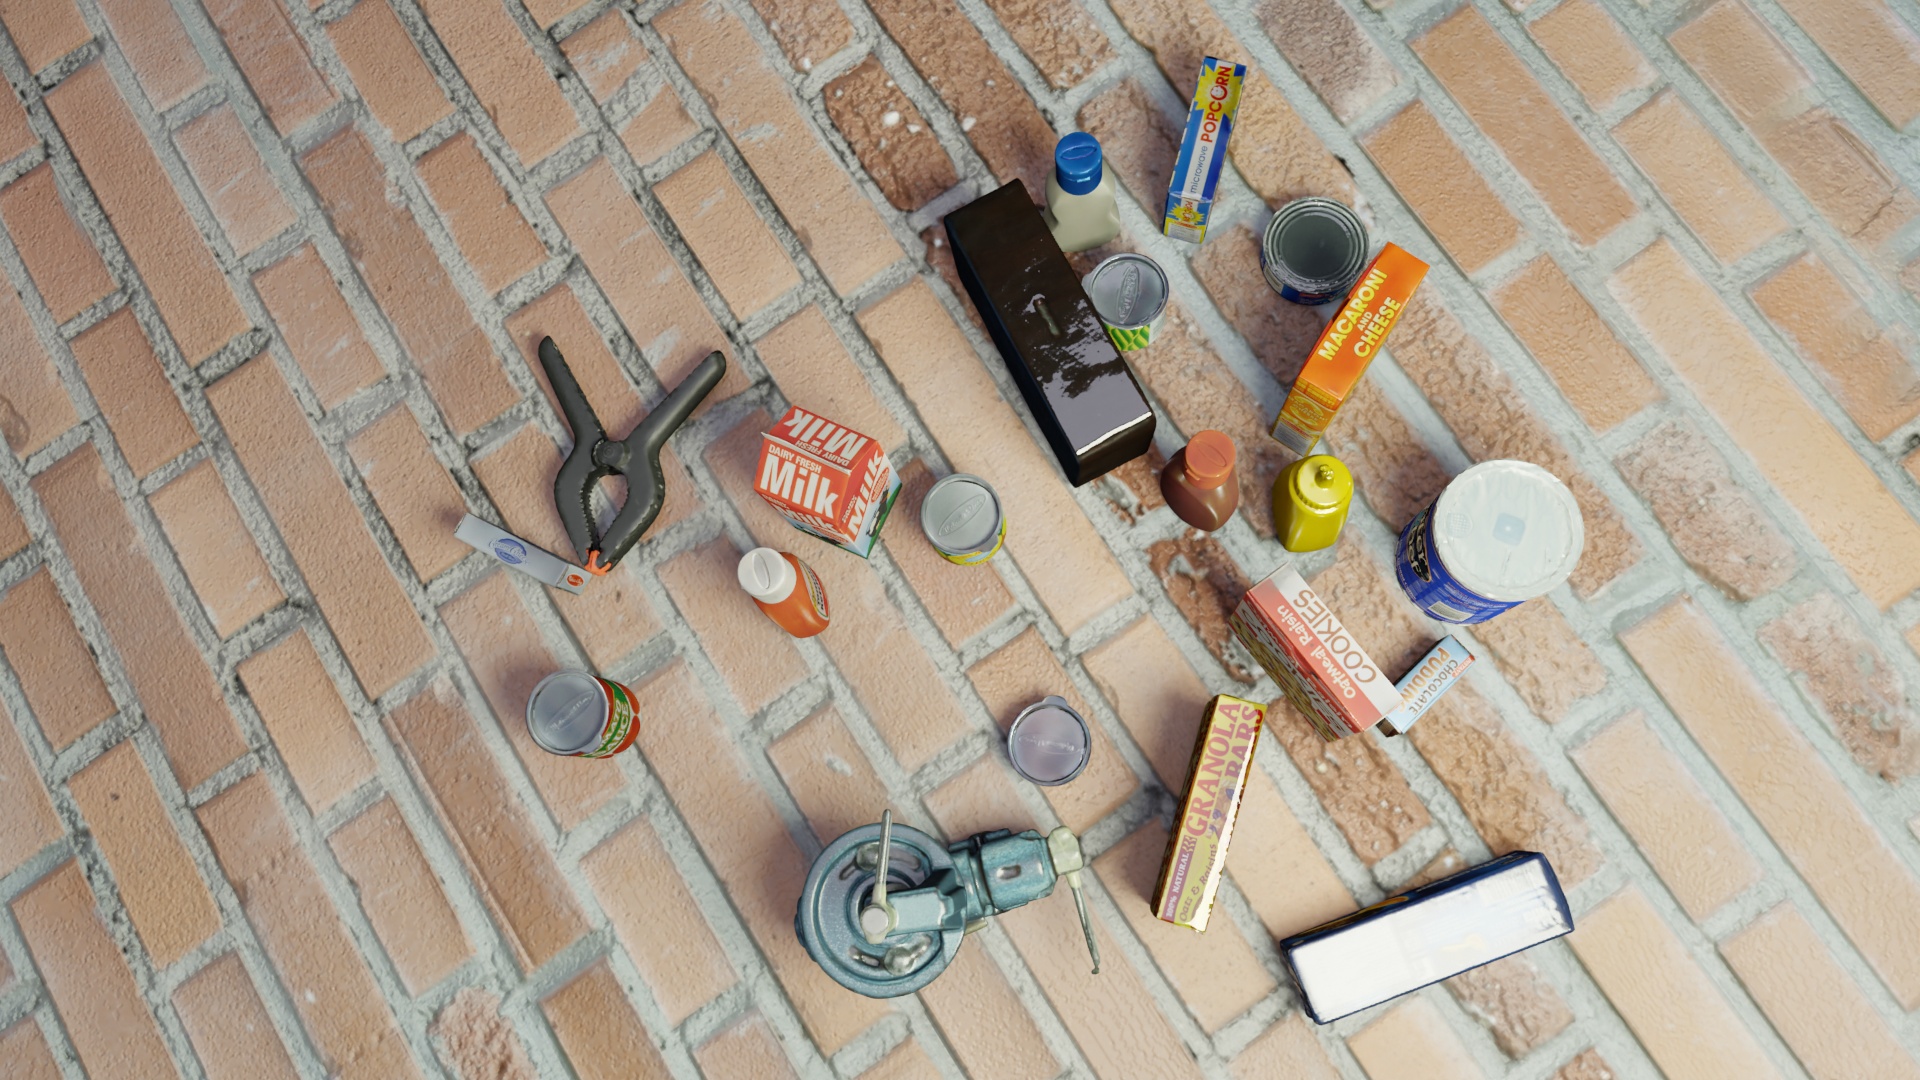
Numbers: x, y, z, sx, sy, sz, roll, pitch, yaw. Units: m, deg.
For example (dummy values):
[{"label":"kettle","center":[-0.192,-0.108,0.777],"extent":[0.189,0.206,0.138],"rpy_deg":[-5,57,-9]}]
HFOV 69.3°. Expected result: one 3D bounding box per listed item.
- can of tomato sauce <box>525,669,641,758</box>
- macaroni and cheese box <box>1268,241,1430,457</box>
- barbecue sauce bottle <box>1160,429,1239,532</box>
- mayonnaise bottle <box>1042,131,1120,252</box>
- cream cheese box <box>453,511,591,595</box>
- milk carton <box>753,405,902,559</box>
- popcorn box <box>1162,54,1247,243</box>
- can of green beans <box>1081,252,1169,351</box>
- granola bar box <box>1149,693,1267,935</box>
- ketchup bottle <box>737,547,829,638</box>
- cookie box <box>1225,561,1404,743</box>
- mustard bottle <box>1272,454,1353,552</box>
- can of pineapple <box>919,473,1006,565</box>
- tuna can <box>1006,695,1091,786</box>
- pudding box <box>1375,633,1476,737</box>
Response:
[{"label":"can of tomato sauce","center":[-0.297,0.141,1.108],"extent":[0.071,0.083,0.071],"rpy_deg":[-1,79,6]},{"label":"macaroni and cheese box","center":[0.294,-0.141,1.066],"extent":[0.040,0.166,0.124],"rpy_deg":[33,84,11]},{"label":"barbecue sauce bottle","center":[0.186,-0.048,1.067],"extent":[0.065,0.148,0.044],"rpy_deg":[43,86,12]},{"label":"mayonnaise bottle","center":[0.097,-0.280,1.124],"extent":[0.065,0.148,0.041],"rpy_deg":[-12,78,3]},{"label":"cream cheese box","center":[-0.364,0.012,1.157],"extent":[0.104,0.053,0.024],"rpy_deg":[25,82,10]},{"label":"milk carton","center":[-0.102,-0.046,1.073],"extent":[0.072,0.190,0.073],"rpy_deg":[23,82,10]},{"label":"popcorn box","center":[0.202,-0.322,1.154],"extent":[0.038,0.085,0.127],"rpy_deg":[14,80,8]},{"label":"can of green beans","center":[0.138,-0.196,1.149],"extent":[0.071,0.057,0.071],"rpy_deg":[-1,78,5]},{"label":"granola bar box","center":[0.181,0.200,1.028],"extent":[0.039,0.124,0.166],"rpy_deg":[16,81,9]},{"label":"ketchup bottle","center":[-0.138,0.037,1.081],"extent":[0.043,0.148,0.065],"rpy_deg":[-21,78,1]},{"label":"cookie box","center":[0.255,0.087,1.022],"extent":[0.040,0.167,0.123],"rpy_deg":[-38,78,-2]},{"label":"mustard bottle","center":[0.268,-0.033,1.049],"extent":[0.049,0.160,0.065],"rpy_deg":[-10,78,4]},{"label":"can of pineapple","center":[0.004,-0.014,1.124],"extent":[0.071,0.057,0.071],"rpy_deg":[-1,78,5]},{"label":"tuna can","center":[0.071,0.158,1.094],"extent":[0.071,0.033,0.071],"rpy_deg":[-1,78,5]},{"label":"pudding box","center":[0.353,0.113,1.067],"extent":[0.084,0.049,0.030],"rpy_deg":[-43,78,-4]}]
